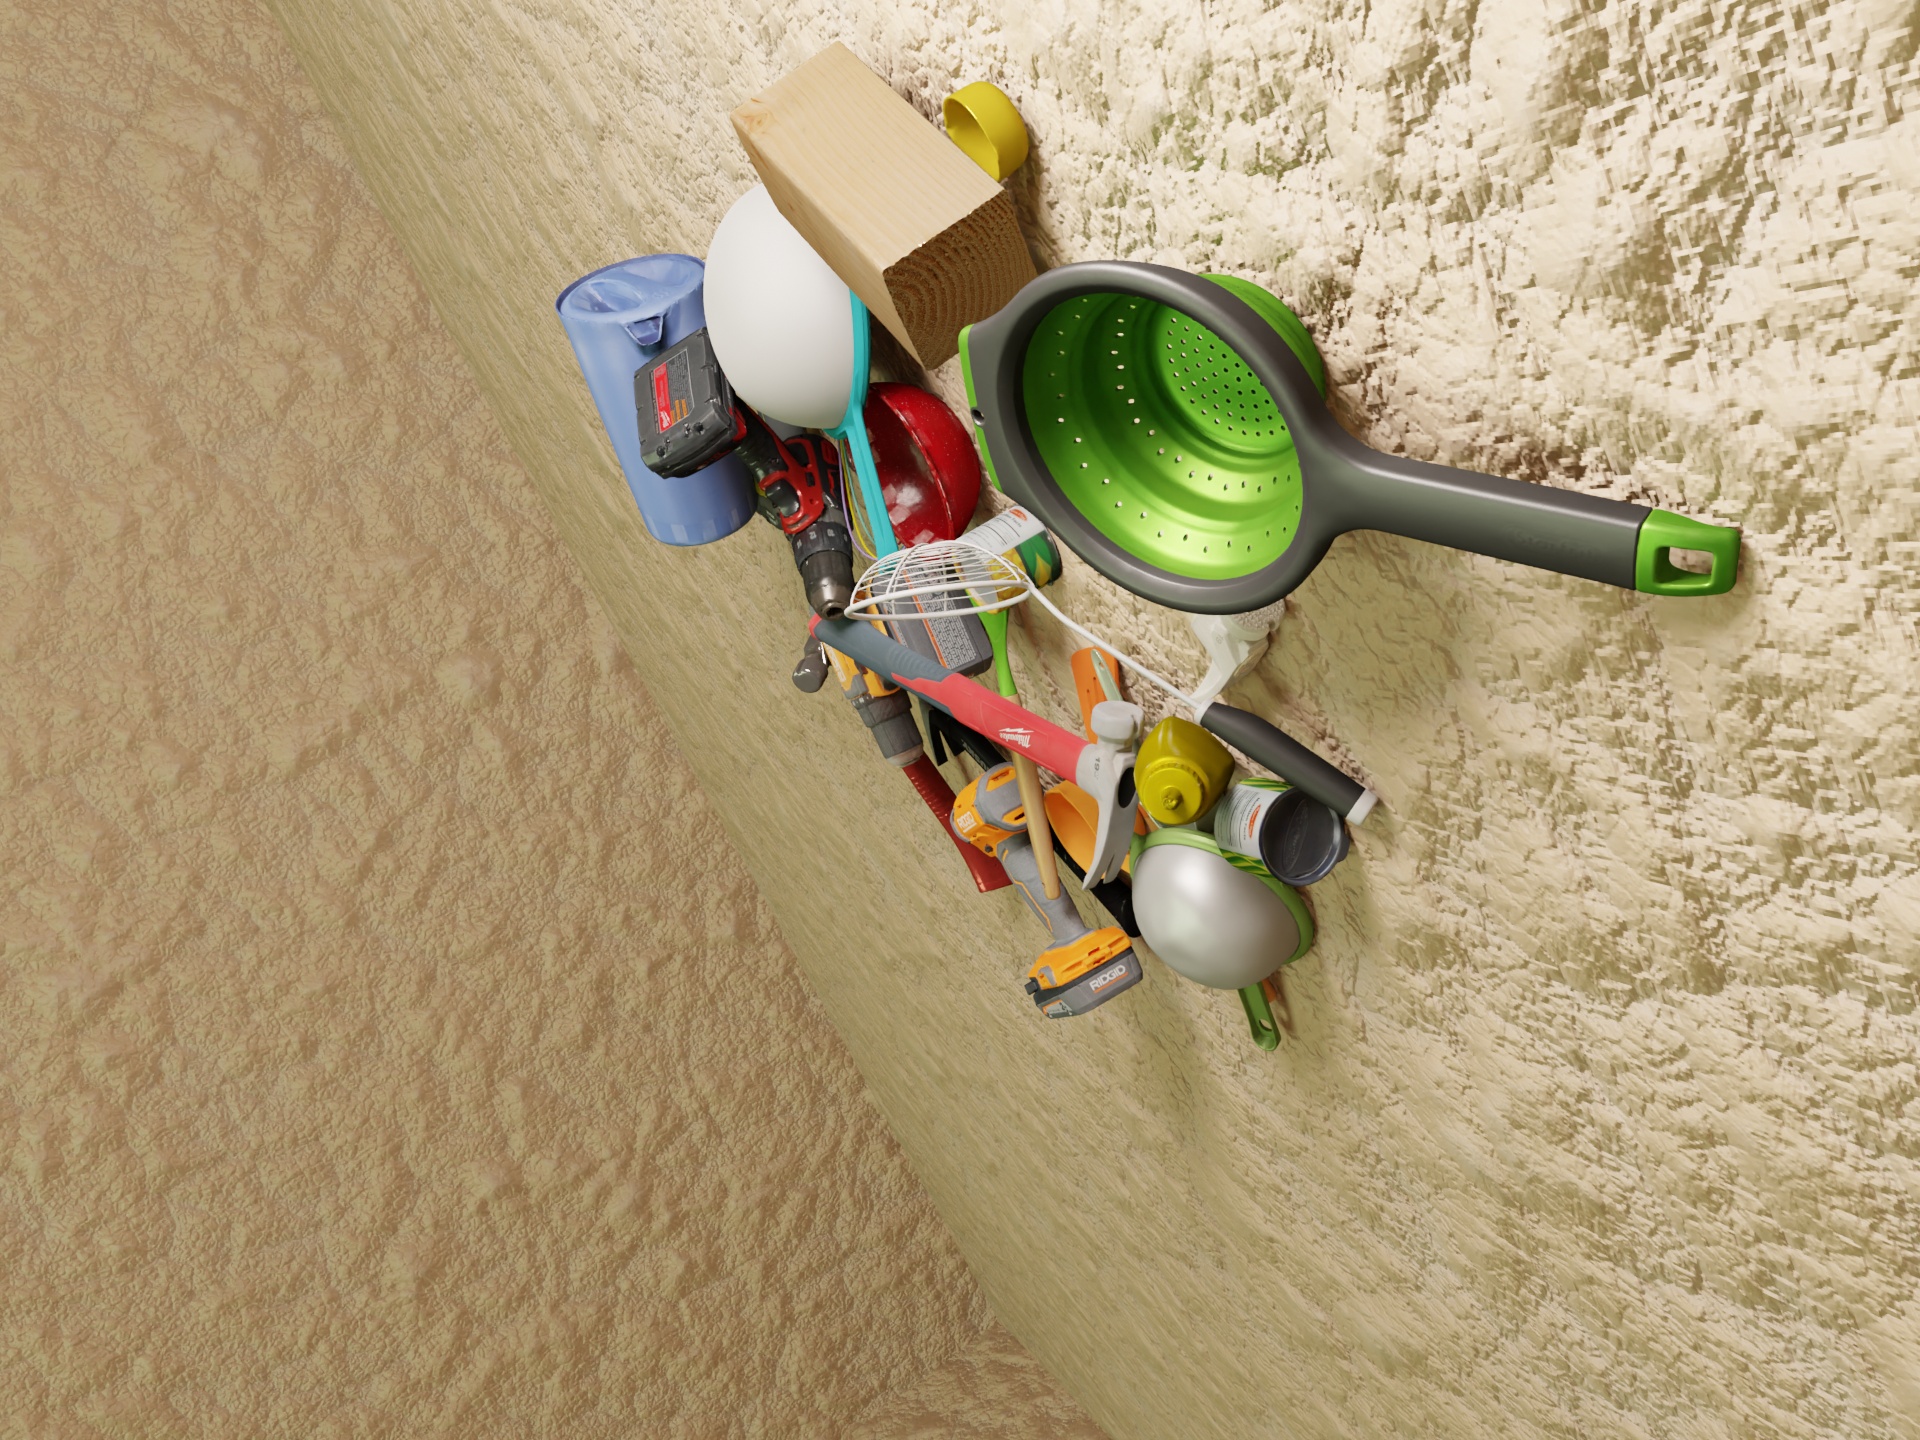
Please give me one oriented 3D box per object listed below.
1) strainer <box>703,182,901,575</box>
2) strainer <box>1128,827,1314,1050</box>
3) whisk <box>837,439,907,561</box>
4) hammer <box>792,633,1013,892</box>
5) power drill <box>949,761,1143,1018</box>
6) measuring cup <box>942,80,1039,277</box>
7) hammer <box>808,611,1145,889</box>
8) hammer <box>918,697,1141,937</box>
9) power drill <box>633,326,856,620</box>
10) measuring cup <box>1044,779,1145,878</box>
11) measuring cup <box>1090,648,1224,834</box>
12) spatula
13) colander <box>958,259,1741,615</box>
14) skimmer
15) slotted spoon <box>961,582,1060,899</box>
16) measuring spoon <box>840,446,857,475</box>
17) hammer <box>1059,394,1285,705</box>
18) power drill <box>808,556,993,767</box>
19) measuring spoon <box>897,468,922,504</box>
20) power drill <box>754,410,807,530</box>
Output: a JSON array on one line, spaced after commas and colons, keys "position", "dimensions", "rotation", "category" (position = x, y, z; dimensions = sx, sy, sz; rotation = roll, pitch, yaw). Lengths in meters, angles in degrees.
[{"position": [-0.127, -0.258, 1.198], "dimensions": [0.211, 0.095, 0.341], "rotation": [123, 134, -64], "category": "strainer"}, {"position": [0.198, 0.191, 1.215], "dimensions": [0.151, 0.069, 0.256], "rotation": [11, 140, 37], "category": "strainer"}, {"position": [-0.092, -0.251, 1.349], "dimensions": [0.047, 0.051, 0.245], "rotation": [-8, 102, 58], "category": "whisk"}, {"position": [-0.044, 0.038, 1.663], "dimensions": [0.037, 0.149, 0.358], "rotation": [-18, 119, 33], "category": "hammer"}, {"position": [0.065, 0.155, 1.454], "dimensions": [0.226, 0.084, 0.164], "rotation": [62, 162, 5], "category": "power drill"}, {"position": [0.035, -0.317, 0.968], "dimensions": [0.062, 0.029, 0.156], "rotation": [46, 171, 46], "category": "measuring cup"}, {"position": [-0.002, -0.004, 1.282], "dimensions": [0.387, 0.038, 0.143], "rotation": [29, 122, 44], "category": "hammer"}, {"position": [0.065, 0.081, 1.512], "dimensions": [0.335, 0.035, 0.146], "rotation": [47, 159, 30], "category": "hammer"}, {"position": [-0.165, -0.198, 1.328], "dimensions": [0.226, 0.080, 0.188], "rotation": [36, -146, -49], "category": "power drill"}, {"position": [0.138, 0.095, 1.315], "dimensions": [0.174, 0.052, 0.095], "rotation": [27, 144, 56], "category": "measuring cup"}, {"position": [0.146, 0.015, 1.183], "dimensions": [0.167, 0.038, 0.083], "rotation": [63, 162, -9], "category": "measuring cup"}, {"position": [0.172, 0.087, 1.262], "dimensions": [0.322, 0.041, 0.081], "rotation": [57, 163, -10], "category": "spatula"}, {"position": [0.183, -0.139, 0.777], "dimensions": [0.397, 0.094, 0.204], "rotation": [20, 142, 35], "category": "colander"}, {"position": [0.092, -0.014, 1.039], "dimensions": [0.363, 0.090, 0.127], "rotation": [33, -173, 15], "category": "skimmer"}, {"position": [0.046, 0.003, 1.339], "dimensions": [0.070, 0.031, 0.313], "rotation": [14, 118, 67], "category": "slotted spoon"}, {"position": [-0.072, -0.205, 1.429], "dimensions": [0.124, 0.018, 0.034], "rotation": [58, 171, 7], "category": "measuring spoon"}, {"position": [0.064, -0.192, 1.064], "dimensions": [0.411, 0.038, 0.146], "rotation": [54, 163, 14], "category": "hammer"}, {"position": [-0.054, -0.052, 1.472], "dimensions": [0.226, 0.084, 0.185], "rotation": [-18, 96, 64], "category": "power drill"}, {"position": [-0.043, -0.193, 1.391], "dimensions": [0.042, 0.021, 0.128], "rotation": [64, 172, 5], "category": "measuring spoon"}, {"position": [-0.186, -0.306, 1.487], "dimensions": [0.171, 0.080, 0.223], "rotation": [42, 152, 40], "category": "power drill"}]
